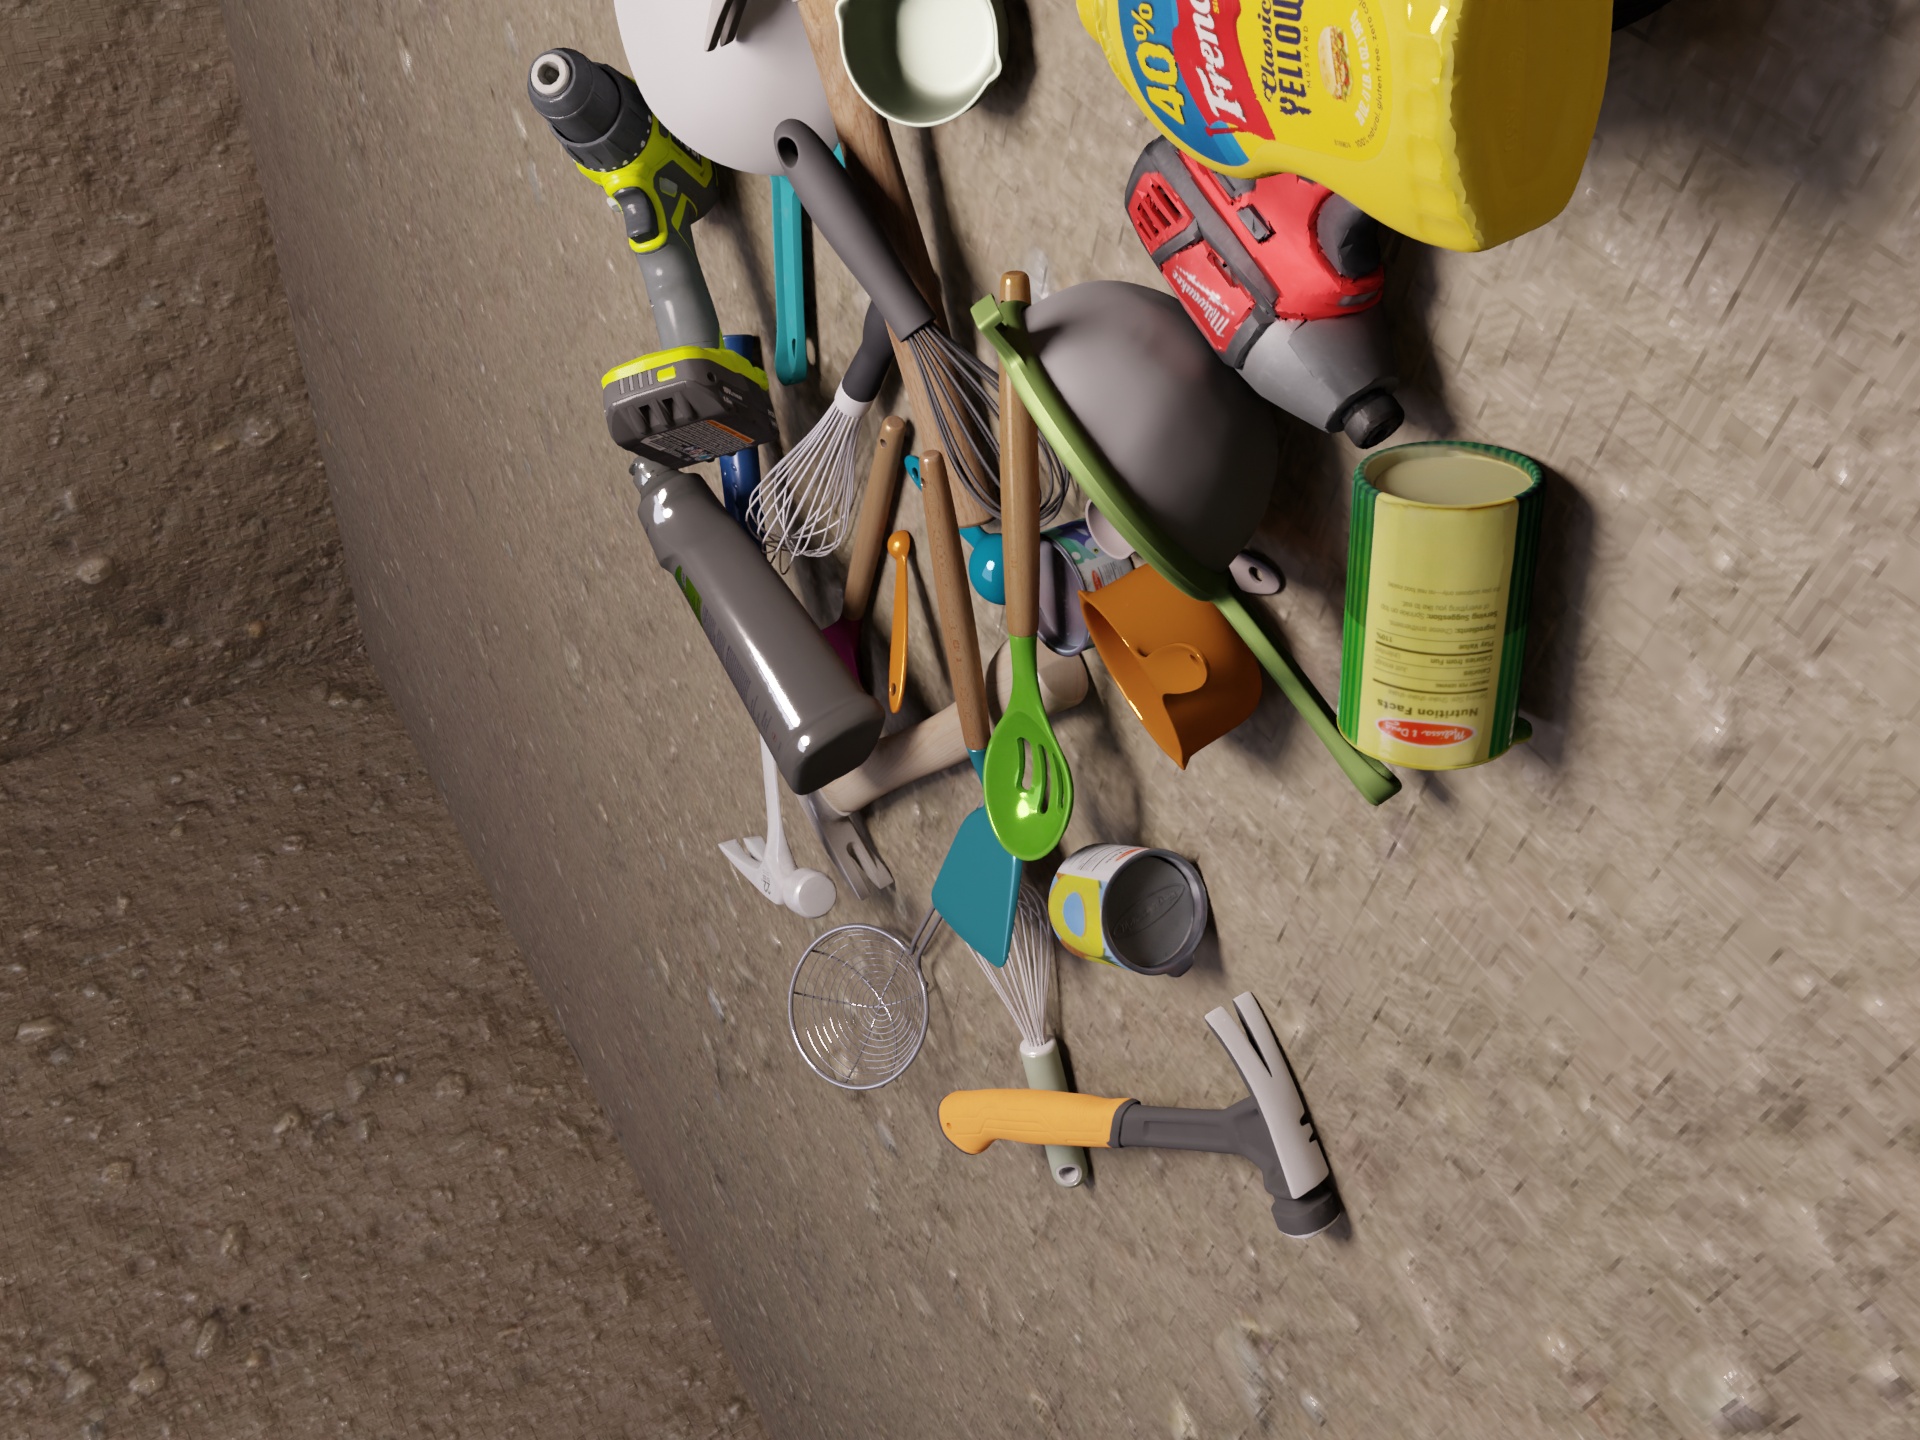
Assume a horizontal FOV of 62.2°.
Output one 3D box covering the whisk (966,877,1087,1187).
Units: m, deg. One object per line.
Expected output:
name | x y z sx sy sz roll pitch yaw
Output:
whisk | 0.049 0.206 1.045 0.059 0.058 0.246 -82 -20 -68

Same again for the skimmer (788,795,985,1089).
skimmer | -0.045 0.154 1.123 0.127 0.090 0.363 59 152 20

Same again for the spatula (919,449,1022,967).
spatula | -0.001 -0.003 0.893 0.082 0.044 0.317 38 146 47

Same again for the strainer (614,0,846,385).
strainer | -0.137 -0.346 0.921 0.211 0.095 0.340 43 143 42

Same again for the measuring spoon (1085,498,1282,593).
measuring spoon | 0.106 -0.083 0.745 0.124 0.018 0.034 27 141 45

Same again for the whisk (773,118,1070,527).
whisk | -0.021 -0.200 0.802 0.239 0.055 0.055 55 155 -7

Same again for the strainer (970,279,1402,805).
strainer | 0.115 -0.085 0.644 0.069 0.151 0.256 -38 86 20

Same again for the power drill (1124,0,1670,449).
power drill | 0.136 -0.197 0.528 0.143 0.078 0.219 60 156 18

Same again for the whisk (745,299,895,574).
whisk | -0.074 -0.181 0.976 0.070 0.070 0.284 61 148 15

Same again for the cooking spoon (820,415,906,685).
cooking spoon | -0.068 -0.088 1.069 0.069 0.017 0.318 46 149 18

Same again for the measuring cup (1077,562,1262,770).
measuring cup | 0.102 -0.032 0.684 0.095 0.052 0.173 59 175 -1

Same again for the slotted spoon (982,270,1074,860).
slotted spoon | 0.033 -0.068 0.801 0.070 0.031 0.313 29 133 44

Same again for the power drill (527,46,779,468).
power drill | -0.191 -0.283 0.976 0.190 0.080 0.228 1 -104 -78

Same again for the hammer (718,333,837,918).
hammer | -0.150 -0.068 1.142 0.144 0.035 0.405 13 110 59

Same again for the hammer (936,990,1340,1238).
hammer | 0.080 0.234 0.955 0.337 0.034 0.127 -20 92 56

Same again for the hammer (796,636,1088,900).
hammer | -0.022 0.028 1.043 0.146 0.038 0.410 61 153 -1

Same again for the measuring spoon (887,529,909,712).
measuring spoon | -0.041 -0.063 0.994 0.021 0.011 0.117 -13 74 62

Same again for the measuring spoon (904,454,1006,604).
measuring spoon | -0.006 -0.113 0.926 0.129 0.021 0.042 52 150 32

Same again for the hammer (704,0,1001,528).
hammer | -0.039 -0.256 0.826 0.130 0.031 0.331 -4 116 25

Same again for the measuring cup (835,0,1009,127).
measuring cup | -0.001 -0.354 0.715 0.083 0.038 0.167 23 119 6
